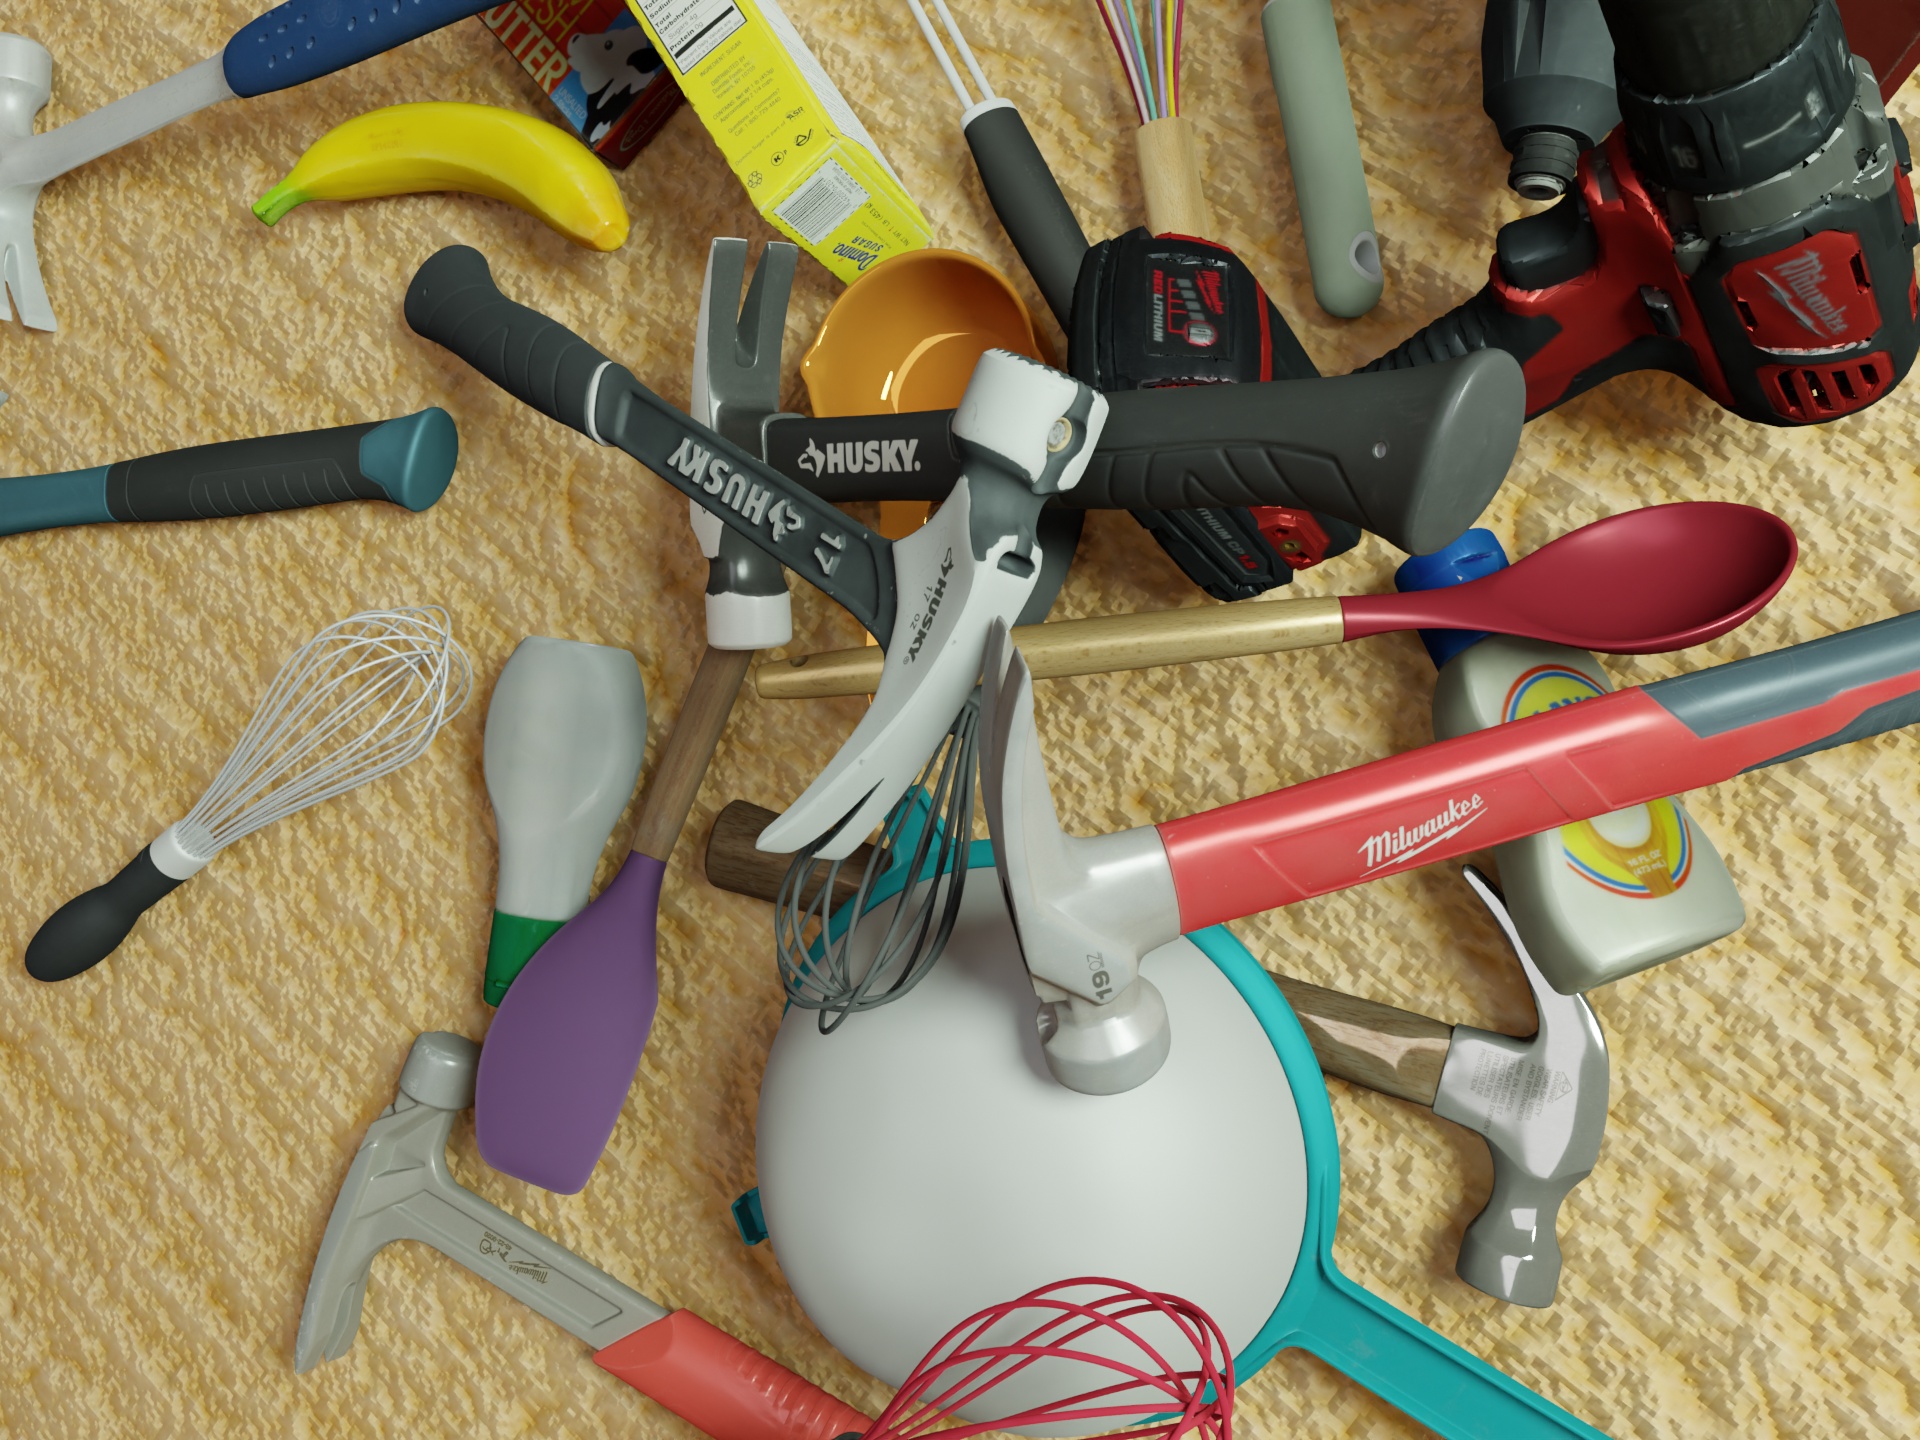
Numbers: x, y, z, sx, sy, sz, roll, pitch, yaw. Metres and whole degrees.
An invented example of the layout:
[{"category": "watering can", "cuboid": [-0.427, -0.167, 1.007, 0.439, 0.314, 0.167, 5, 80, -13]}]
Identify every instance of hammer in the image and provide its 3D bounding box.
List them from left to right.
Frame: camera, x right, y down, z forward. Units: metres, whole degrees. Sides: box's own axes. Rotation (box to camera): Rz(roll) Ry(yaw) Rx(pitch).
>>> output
[{"category": "hammer", "cuboid": [-0.377, -0.105, 0.736, 0.331, 0.033, 0.128, -3, 85, 19]}, {"category": "hammer", "cuboid": [-0.313, -0.270, 0.679, 0.405, 0.035, 0.144, -3, 86, 34]}, {"category": "hammer", "cuboid": [-0.113, -0.098, 0.549, 0.409, 0.036, 0.149, 35, 106, 45]}, {"category": "hammer", "cuboid": [-0.096, 0.259, 0.601, 0.359, 0.036, 0.149, 22, 93, 20]}, {"category": "hammer", "cuboid": [0.012, -0.084, 0.472, 0.335, 0.035, 0.146, 10, 104, 51]}, {"category": "hammer", "cuboid": [0.056, 0.084, 0.564, 0.331, 0.031, 0.130, 15, 91, 21]}, {"category": "hammer", "cuboid": [0.197, -0.009, 0.434, 0.386, 0.038, 0.143, -16, 122, -4]}]

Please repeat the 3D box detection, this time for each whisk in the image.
[{"category": "whisk", "cuboid": [-0.318, 0.039, 0.693, 0.284, 0.070, 0.070, -34, 75, 19]}, {"category": "whisk", "cuboid": [-0.022, 0.221, 0.470, 0.295, 0.073, 0.073, -39, 71, 45]}, {"category": "whisk", "cuboid": [0.000, -0.001, 0.528, 0.055, 0.055, 0.239, 10, 51, 20]}, {"category": "whisk", "cuboid": [0.072, -0.238, 0.580, 0.047, 0.051, 0.245, -10, 85, 18]}, {"category": "whisk", "cuboid": [0.117, -0.262, 0.569, 0.059, 0.057, 0.246, -16, 81, 53]}]

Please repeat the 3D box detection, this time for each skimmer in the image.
[{"category": "skimmer", "cuboid": [-0.012, -0.291, 0.589, 0.127, 0.090, 0.363, -23, 79, -15]}]

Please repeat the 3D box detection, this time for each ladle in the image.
[{"category": "ladle", "cuboid": [0.091, -0.029, 0.493, 0.315, 0.069, 0.031, -6, 125, 5]}]

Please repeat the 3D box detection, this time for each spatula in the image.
[{"category": "spatula", "cuboid": [-0.114, 0.028, 0.619, 0.060, 0.018, 0.316, 21, 86, 3]}]

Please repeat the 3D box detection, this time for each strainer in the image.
[{"category": "strainer", "cuboid": [0.062, 0.177, 0.495, 0.340, 0.095, 0.211, 27, 108, 22]}]

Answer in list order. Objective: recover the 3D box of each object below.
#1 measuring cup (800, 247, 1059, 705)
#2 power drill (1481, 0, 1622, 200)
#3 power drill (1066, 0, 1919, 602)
[{"category": "measuring cup", "cuboid": [-0.011, -0.083, 0.593, 0.095, 0.052, 0.173, 5, 89, 20]}, {"category": "power drill", "cuboid": [0.204, -0.259, 0.439, 0.080, 0.223, 0.171, 12, 88, 3]}, {"category": "power drill", "cuboid": [0.141, -0.130, 0.456, 0.227, 0.187, 0.080, -16, 54, 31]}]
